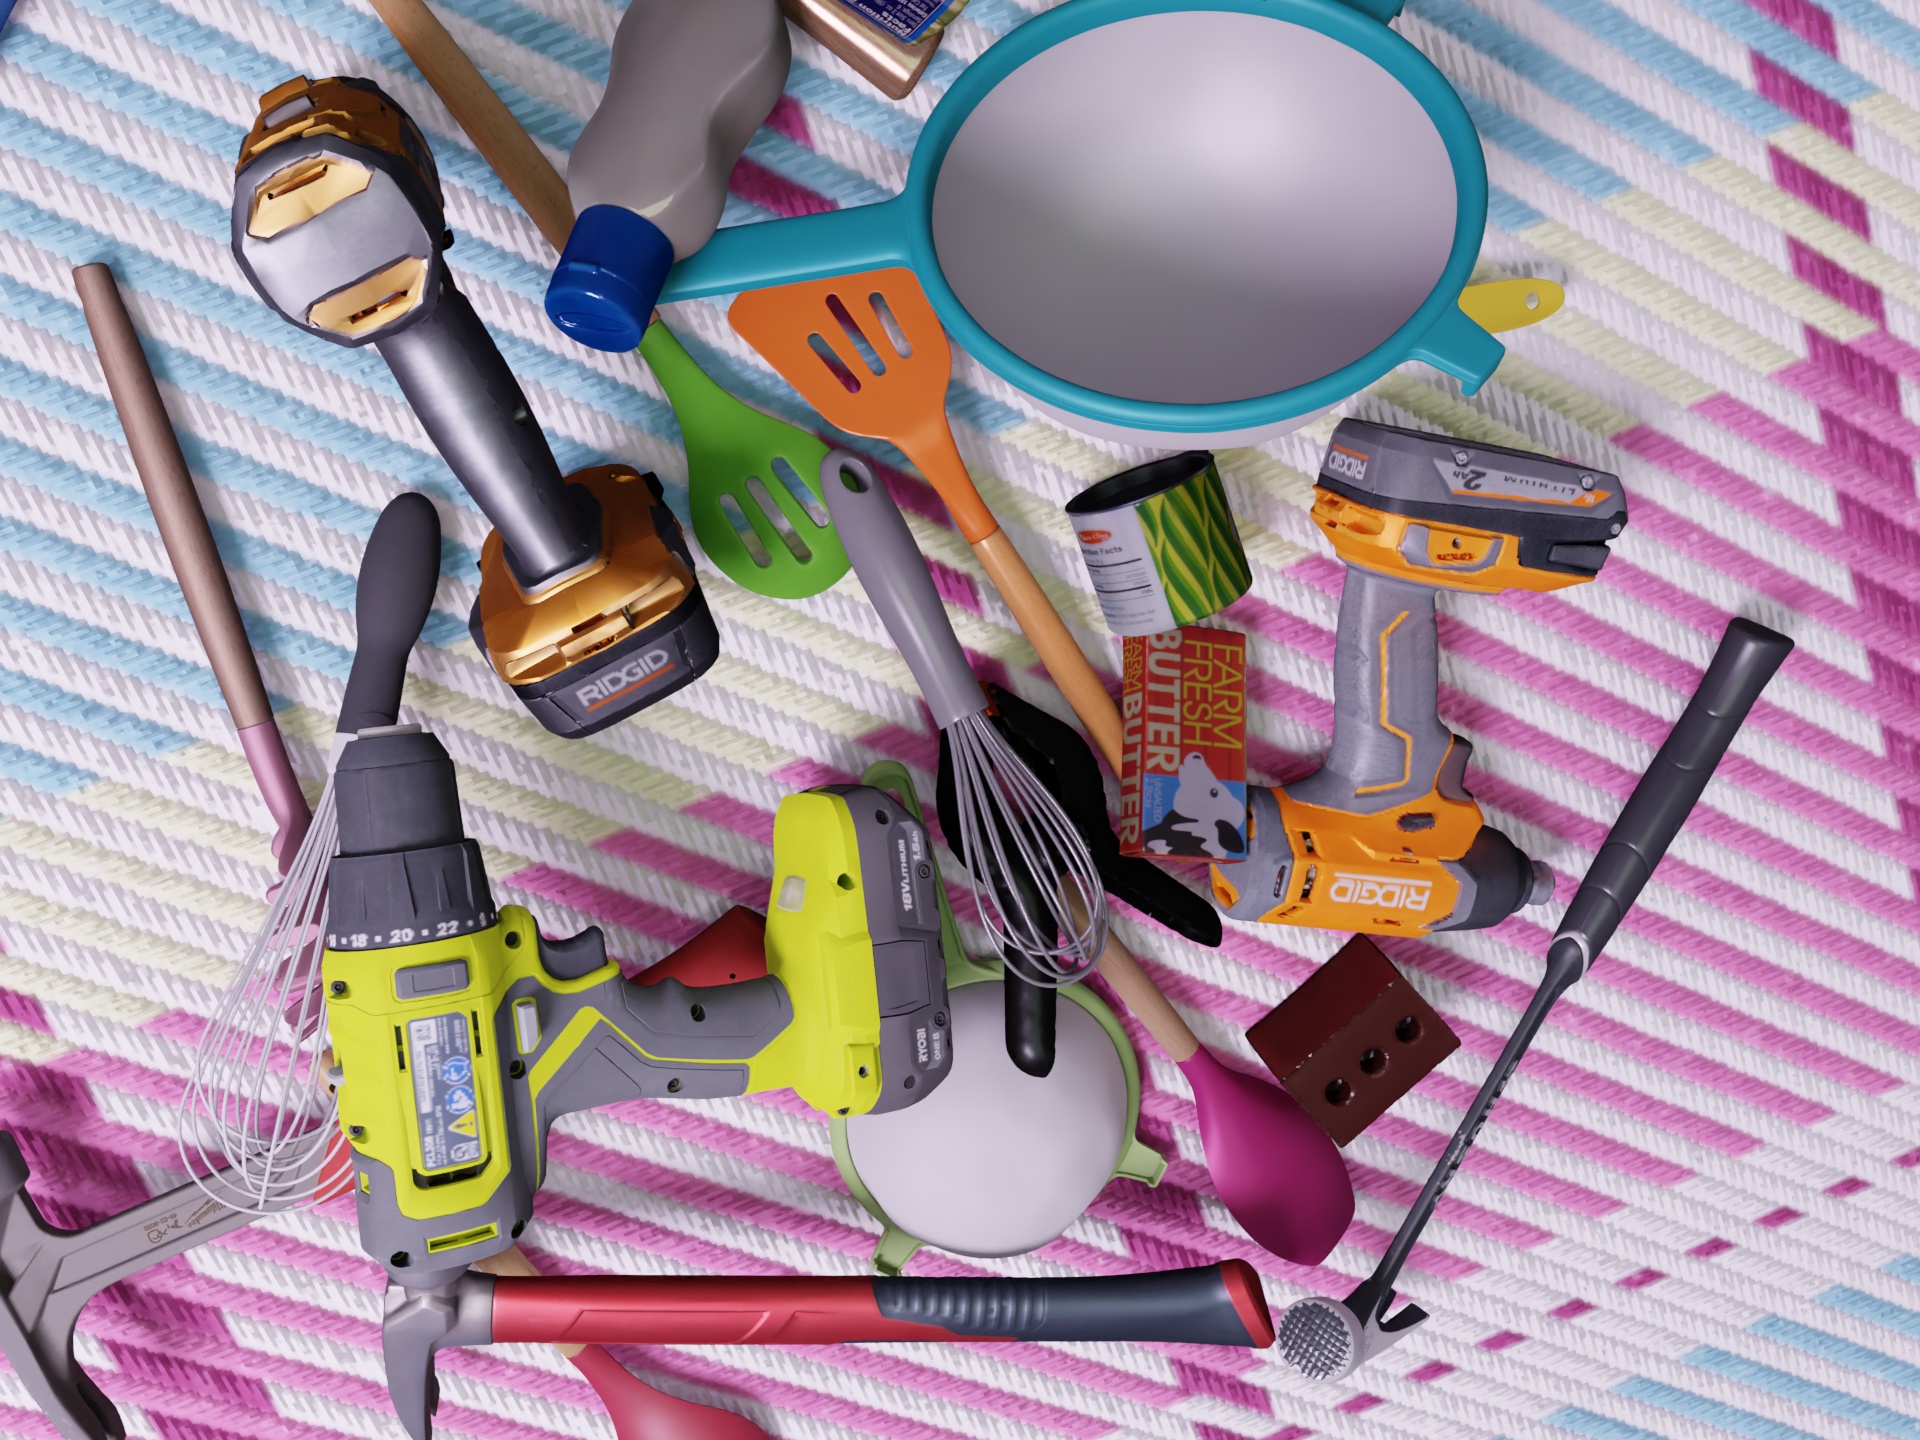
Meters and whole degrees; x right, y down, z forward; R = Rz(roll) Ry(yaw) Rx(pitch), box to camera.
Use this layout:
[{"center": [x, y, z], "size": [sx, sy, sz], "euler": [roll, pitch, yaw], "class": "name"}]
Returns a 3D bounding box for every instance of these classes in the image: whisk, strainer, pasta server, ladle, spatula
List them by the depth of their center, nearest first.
[{"center": [-0.240, 0.046, 0.620], "size": [0.070, 0.070, 0.285], "euler": [11, 79, -13], "class": "whisk"}, {"center": [0.025, -0.170, 0.622], "size": [0.340, 0.095, 0.211], "euler": [-7, 65, 4], "class": "strainer"}, {"center": [-0.300, -0.022, 0.638], "size": [0.040, 0.060, 0.316], "euler": [-20, 104, -24], "class": "pasta server"}, {"center": [-0.002, -0.002, 0.647], "size": [0.055, 0.055, 0.239], "euler": [-26, 90, -3], "class": "whisk"}, {"center": [0.021, -0.064, 0.694], "size": [0.081, 0.041, 0.322], "euler": [-35, 111, -2], "class": "spatula"}, {"center": [0.003, 0.142, 0.715], "size": [0.151, 0.069, 0.256], "euler": [-18, 108, -5], "class": "strainer"}, {"center": [-0.192, 0.270, 0.736], "size": [0.069, 0.031, 0.315], "euler": [-35, 105, 2], "class": "ladle"}]

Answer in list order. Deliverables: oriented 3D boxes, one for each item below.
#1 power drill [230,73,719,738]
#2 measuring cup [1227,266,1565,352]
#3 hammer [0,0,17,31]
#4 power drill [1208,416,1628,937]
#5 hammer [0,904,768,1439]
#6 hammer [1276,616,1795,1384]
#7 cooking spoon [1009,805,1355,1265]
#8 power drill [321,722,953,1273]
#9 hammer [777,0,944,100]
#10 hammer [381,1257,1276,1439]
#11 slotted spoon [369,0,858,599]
[{"center": [-0.181, -0.125, 0.585], "size": [0.084, 0.186, 0.226], "euler": [-28, 126, -2], "class": "power drill"}, {"center": [0.187, -0.173, 0.694], "size": [0.156, 0.029, 0.062], "euler": [-11, 105, -10], "class": "measuring cup"}, {"center": [-0.408, -0.175, 0.582], "size": [0.144, 0.035, 0.405], "euler": [31, 97, -15], "class": "hammer"}, {"center": [0.214, -0.009, 0.712], "size": [0.164, 0.084, 0.226], "euler": [8, 106, -14], "class": "power drill"}, {"center": [-0.231, 0.180, 0.684], "size": [0.359, 0.037, 0.149], "euler": [-23, 101, -9], "class": "hammer"}, {"center": [0.282, 0.130, 0.756], "size": [0.409, 0.036, 0.149], "euler": [-59, 148, -1], "class": "hammer"}, {"center": [0.092, 0.138, 0.749], "size": [0.069, 0.017, 0.318], "euler": [-46, 105, -25], "class": "cooking spoon"}, {"center": [-0.126, 0.089, 0.613], "size": [0.228, 0.080, 0.190], "euler": [-6, 91, -28], "class": "power drill"}, {"center": [-0.149, -0.345, 0.589], "size": [0.331, 0.031, 0.130], "euler": [31, 97, -16], "class": "hammer"}, {"center": [-0.052, 0.270, 0.705], "size": [0.386, 0.038, 0.143], "euler": [4, 125, -10], "class": "hammer"}, {"center": [-0.144, -0.176, 0.634], "size": [0.070, 0.031, 0.313], "euler": [-35, 105, 5], "class": "slotted spoon"}]
